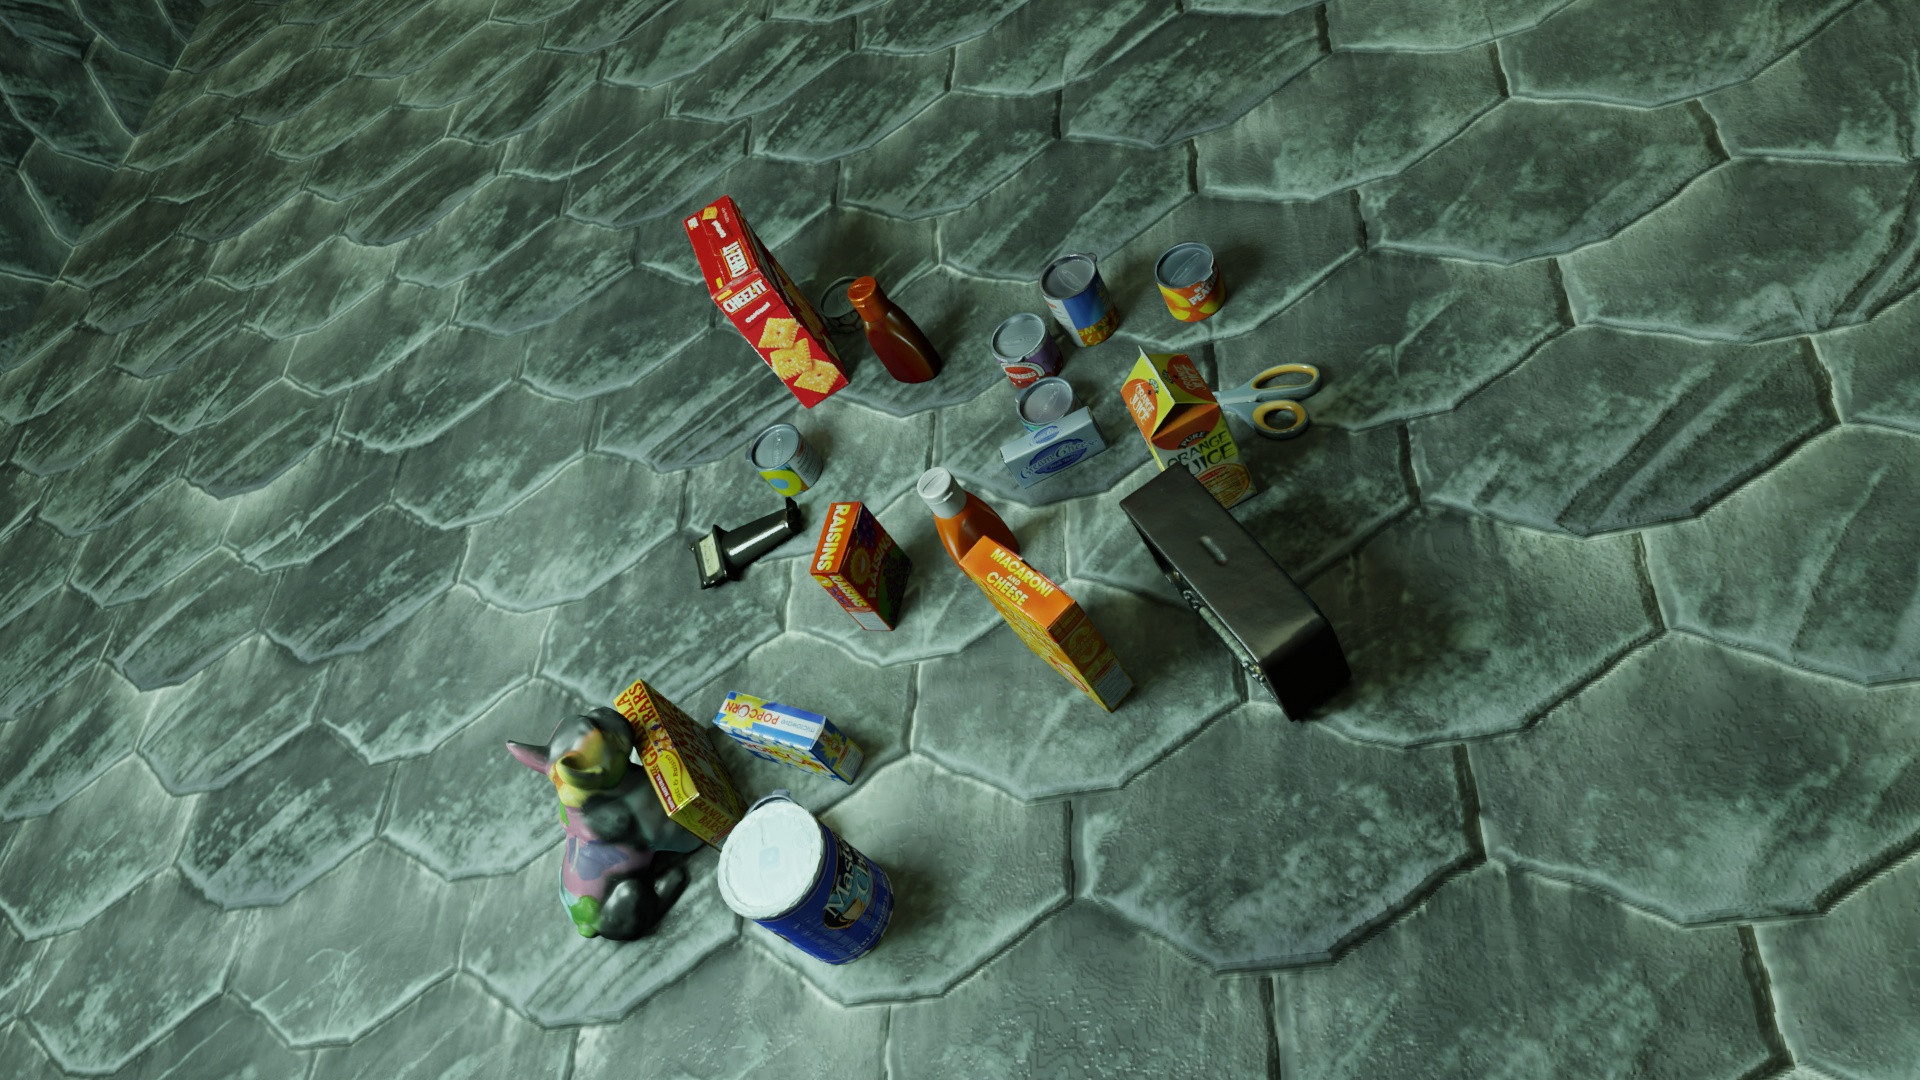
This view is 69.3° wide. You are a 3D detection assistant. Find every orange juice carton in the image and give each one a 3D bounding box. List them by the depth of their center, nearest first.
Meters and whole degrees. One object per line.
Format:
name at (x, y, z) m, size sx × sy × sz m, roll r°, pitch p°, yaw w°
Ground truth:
orange juice carton at (0.210, -0.103, 1.303) m, size 0.073 × 0.192 × 0.072 m, roll -29°, pitch 49°, yaw 8°

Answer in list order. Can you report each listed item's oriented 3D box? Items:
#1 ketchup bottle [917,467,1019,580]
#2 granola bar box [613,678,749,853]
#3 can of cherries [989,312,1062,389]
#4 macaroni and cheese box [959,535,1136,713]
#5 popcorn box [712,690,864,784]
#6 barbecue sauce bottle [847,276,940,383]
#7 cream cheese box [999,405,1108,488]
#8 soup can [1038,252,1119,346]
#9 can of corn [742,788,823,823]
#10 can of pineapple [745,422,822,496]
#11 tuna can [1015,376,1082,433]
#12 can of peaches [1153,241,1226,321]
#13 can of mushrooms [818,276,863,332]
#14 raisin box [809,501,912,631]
ketchup bottle at (0.005, -0.017, 1.381) m, size 0.065 × 0.148 × 0.043 m, roll -45°, pitch 49°, yaw -6°
granola bar box at (-0.269, 0.227, 1.371) m, size 0.039 × 0.124 × 0.166 m, roll -39°, pitch 49°, yaw -1°
can of cherries at (0.073, -0.207, 1.538) m, size 0.071 × 0.058 × 0.072 m, roll -14°, pitch 53°, yaw 19°
macaroni and cheese box at (0.081, 0.076, 1.264) m, size 0.040 × 0.166 × 0.124 m, roll -47°, pitch 49°, yaw -8°
popcorn box at (-0.168, 0.194, 1.367) m, size 0.127 × 0.085 × 0.038 m, roll 10°, pitch 64°, yaw 33°
barbecue sauce bottle at (-0.079, -0.239, 1.581) m, size 0.065 × 0.148 × 0.044 m, roll 2°, pitch 60°, yaw 29°
cream cheese box at (0.098, -0.096, 1.450) m, size 0.104 × 0.053 × 0.024 m, roll -25°, pitch 50°, yaw 10°
soup can at (0.134, -0.266, 1.530) m, size 0.071 × 0.083 × 0.072 m, roll -14°, pitch 53°, yaw 19°
can of corn at (-0.166, 0.280, 1.323) m, size 0.071 × 0.058 × 0.071 m, roll -14°, pitch 53°, yaw 19°
can of pineapple at (-0.203, -0.093, 1.604) m, size 0.071 × 0.057 × 0.071 m, roll -14°, pitch 53°, yaw 19°
tuna can at (0.095, -0.142, 1.498) m, size 0.071 × 0.032 × 0.071 m, roll -14°, pitch 53°, yaw 19°
can of peaches at (0.249, -0.277, 1.494) m, size 0.071 × 0.058 × 0.071 m, roll -14°, pitch 53°, yaw 19°
can of mushrooms at (-0.138, -0.294, 1.727) m, size 0.071 × 0.033 × 0.071 m, roll -14°, pitch 53°, yaw 19°
raisin box at (-0.100, 0.028, 1.422) m, size 0.040 × 0.123 × 0.086 m, roll -1°, pitch 58°, yaw 28°
